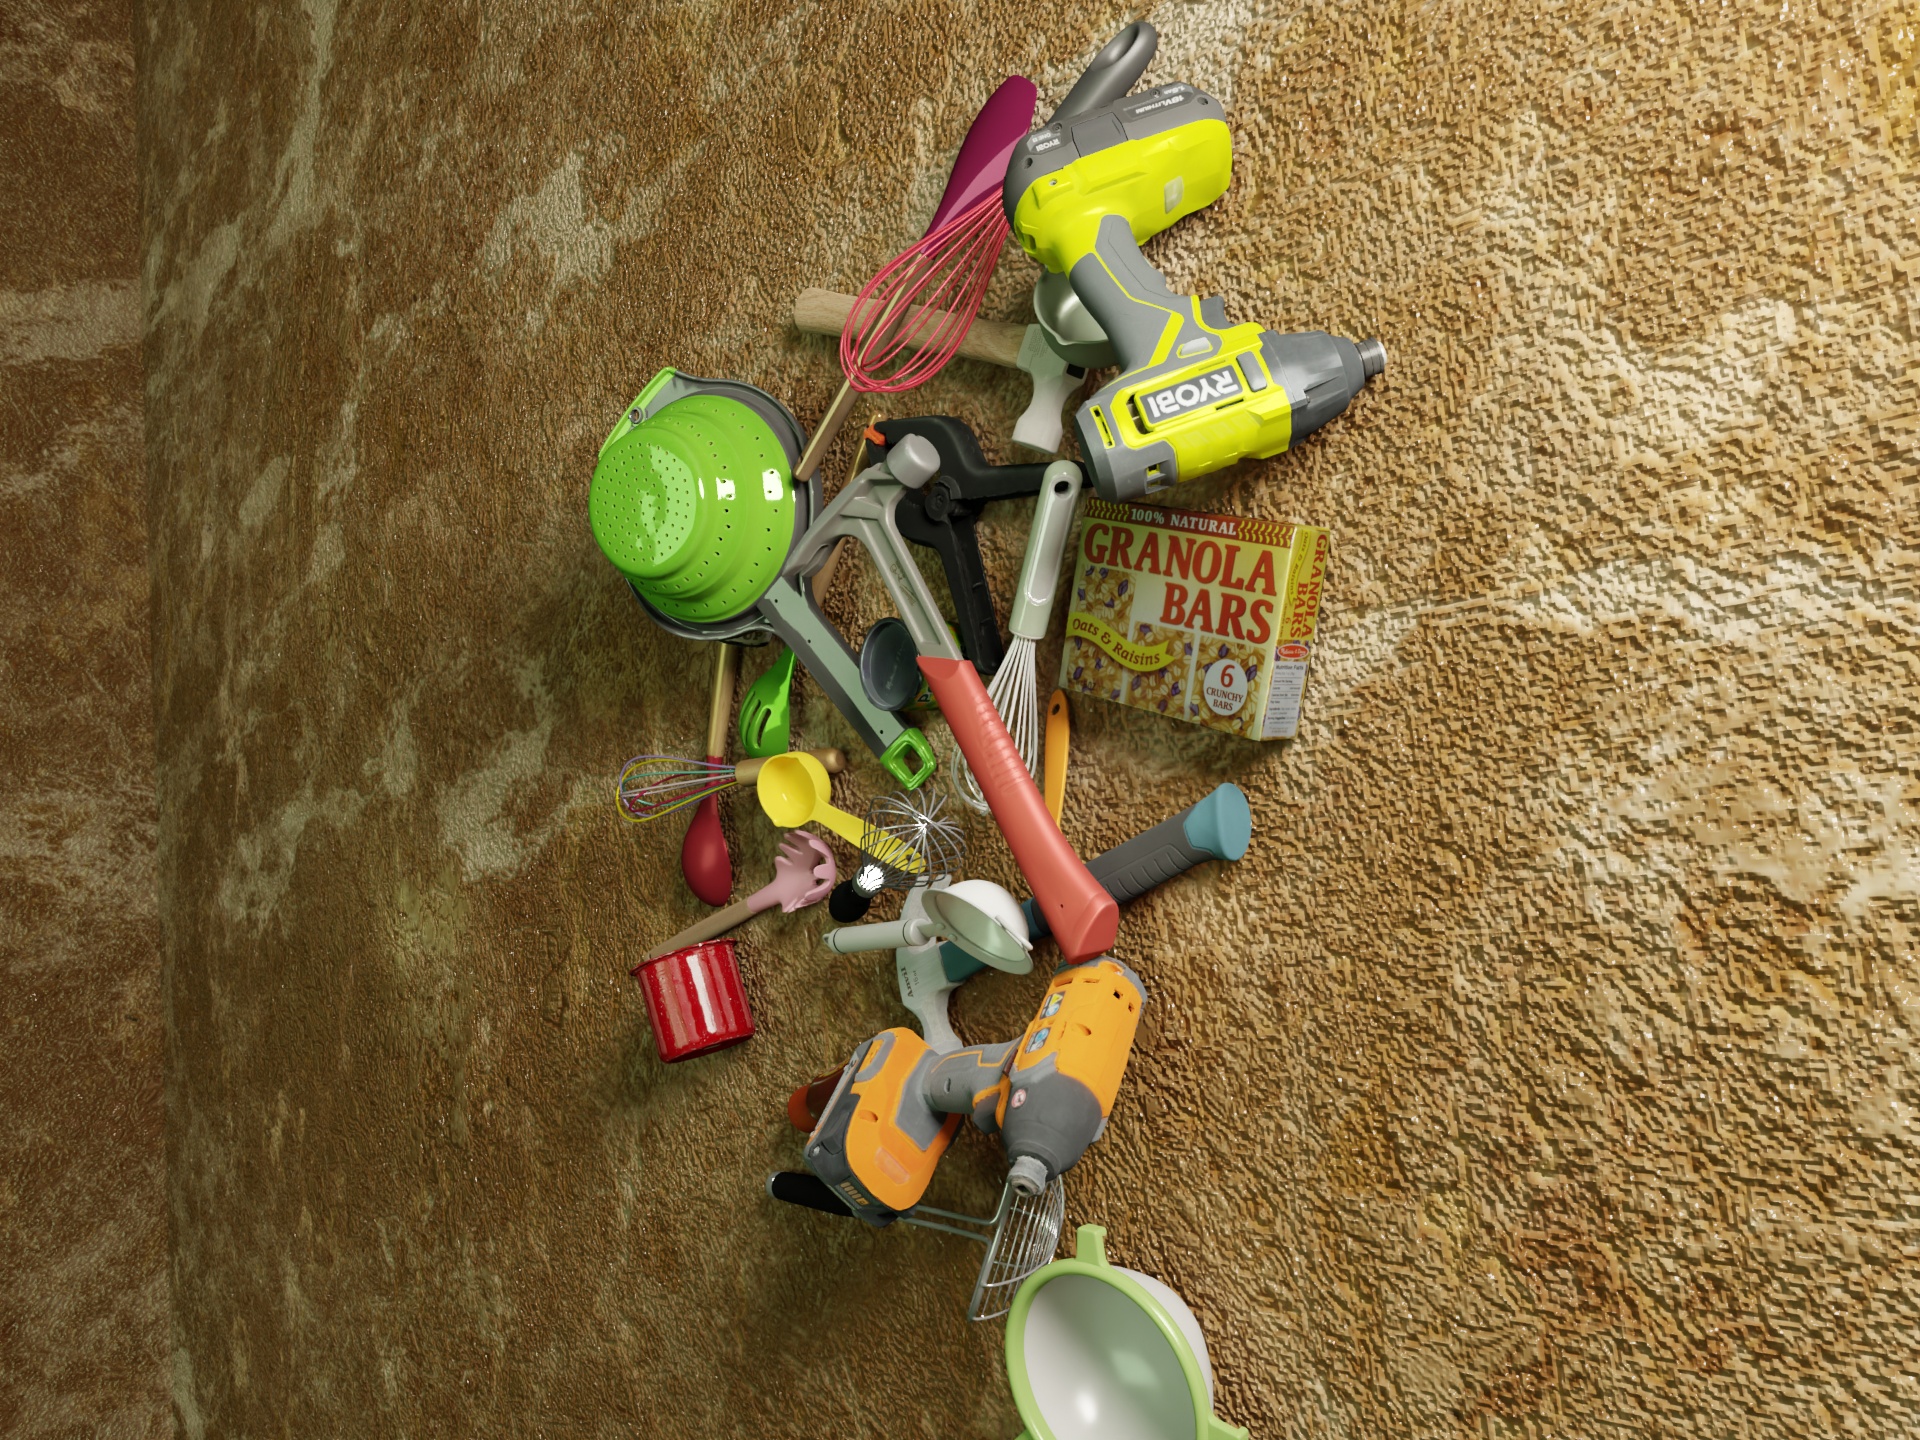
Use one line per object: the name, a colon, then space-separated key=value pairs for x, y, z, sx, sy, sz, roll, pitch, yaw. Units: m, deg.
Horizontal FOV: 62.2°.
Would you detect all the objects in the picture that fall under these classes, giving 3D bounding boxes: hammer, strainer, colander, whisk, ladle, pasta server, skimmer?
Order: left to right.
ladle: x=-0.204 y=0.005 z=1.353 sx=0.069 sy=0.031 sz=0.315 roll=13 pitch=97 yaw=47
whisk: x=-0.193 y=0.050 z=1.298 sx=0.245 sy=0.051 sz=0.047 roll=-9 pitch=41 yaw=34
pasta server: x=-0.192 y=0.161 z=1.328 sx=0.316 sy=0.040 sz=0.060 roll=-30 pitch=63 yaw=45
colander: x=-0.163 y=-0.102 z=1.183 sx=0.204 sy=0.094 sz=0.397 roll=-47 pitch=72 yaw=22
whisk: x=-0.057 y=0.103 z=1.102 sx=0.284 sy=0.070 sz=0.070 roll=131 pitch=129 yaw=-67
skimmer: x=-0.055 y=0.340 z=1.130 sx=0.363 sy=0.090 sz=0.127 roll=-10 pitch=55 yaw=50
strainer: x=-0.025 y=0.141 z=1.085 sx=0.258 sy=0.086 sz=0.050 roll=-16 pitch=33 yaw=52
hammer: x=-0.021 y=-0.281 z=1.135 sx=0.332 sy=0.031 sz=0.130 roll=26 pitch=100 yaw=48
hammer: x=-0.002 y=-0.003 z=1.033 sx=0.149 sy=0.036 sz=0.359 roll=-42 pitch=65 yaw=35
whisk: x=0.025 y=-0.329 z=1.034 sx=0.296 sy=0.073 sz=0.073 roll=-48 pitch=54 yaw=14
whisk: x=0.041 y=-0.051 z=1.045 sx=0.059 sy=0.057 sz=0.246 roll=-103 pitch=24 yaw=-69
hammer: x=0.064 y=0.124 z=1.042 sx=0.331 sy=0.033 sz=0.128 roll=-35 pitch=66 yaw=43
strainer: x=0.079 y=0.428 z=0.992 sx=0.152 sy=0.069 sz=0.256 roll=52 pitch=128 yaw=25

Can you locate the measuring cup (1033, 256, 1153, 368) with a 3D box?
measuring cup: x=0.123 y=-0.233 z=0.963 sx=0.168 sy=0.038 sz=0.083 roll=26 pitch=74 yaw=20

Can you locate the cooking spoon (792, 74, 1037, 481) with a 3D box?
cooking spoon: x=-0.038 y=-0.305 z=1.121 sx=0.319 sy=0.017 sz=0.069 roll=-58 pitch=43 yaw=19

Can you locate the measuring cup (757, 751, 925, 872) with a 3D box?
measuring cup: x=-0.085 y=0.073 z=1.203 sx=0.157 sy=0.029 sz=0.062 roll=28 pitch=113 yaw=22

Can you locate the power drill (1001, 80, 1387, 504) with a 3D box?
power drill: x=0.126 y=-0.245 z=0.906 sx=0.171 sy=0.080 sz=0.223 roll=-19 pitch=68 yaw=1

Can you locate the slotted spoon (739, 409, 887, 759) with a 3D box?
slotted spoon: x=-0.118 y=-0.099 z=1.256 sx=0.070 sy=0.031 sz=0.313 roll=43 pitch=119 yaw=42

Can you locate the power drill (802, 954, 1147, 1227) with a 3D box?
power drill: x=0.006 y=0.245 z=0.999 sx=0.226 sy=0.164 sz=0.084 roll=-29 pitch=111 yaw=38

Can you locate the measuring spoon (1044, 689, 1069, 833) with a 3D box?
measuring spoon: x=0.059 y=0.032 z=1.038 sx=0.021 sy=0.011 sz=0.117 roll=-21 pitch=56 yaw=45
